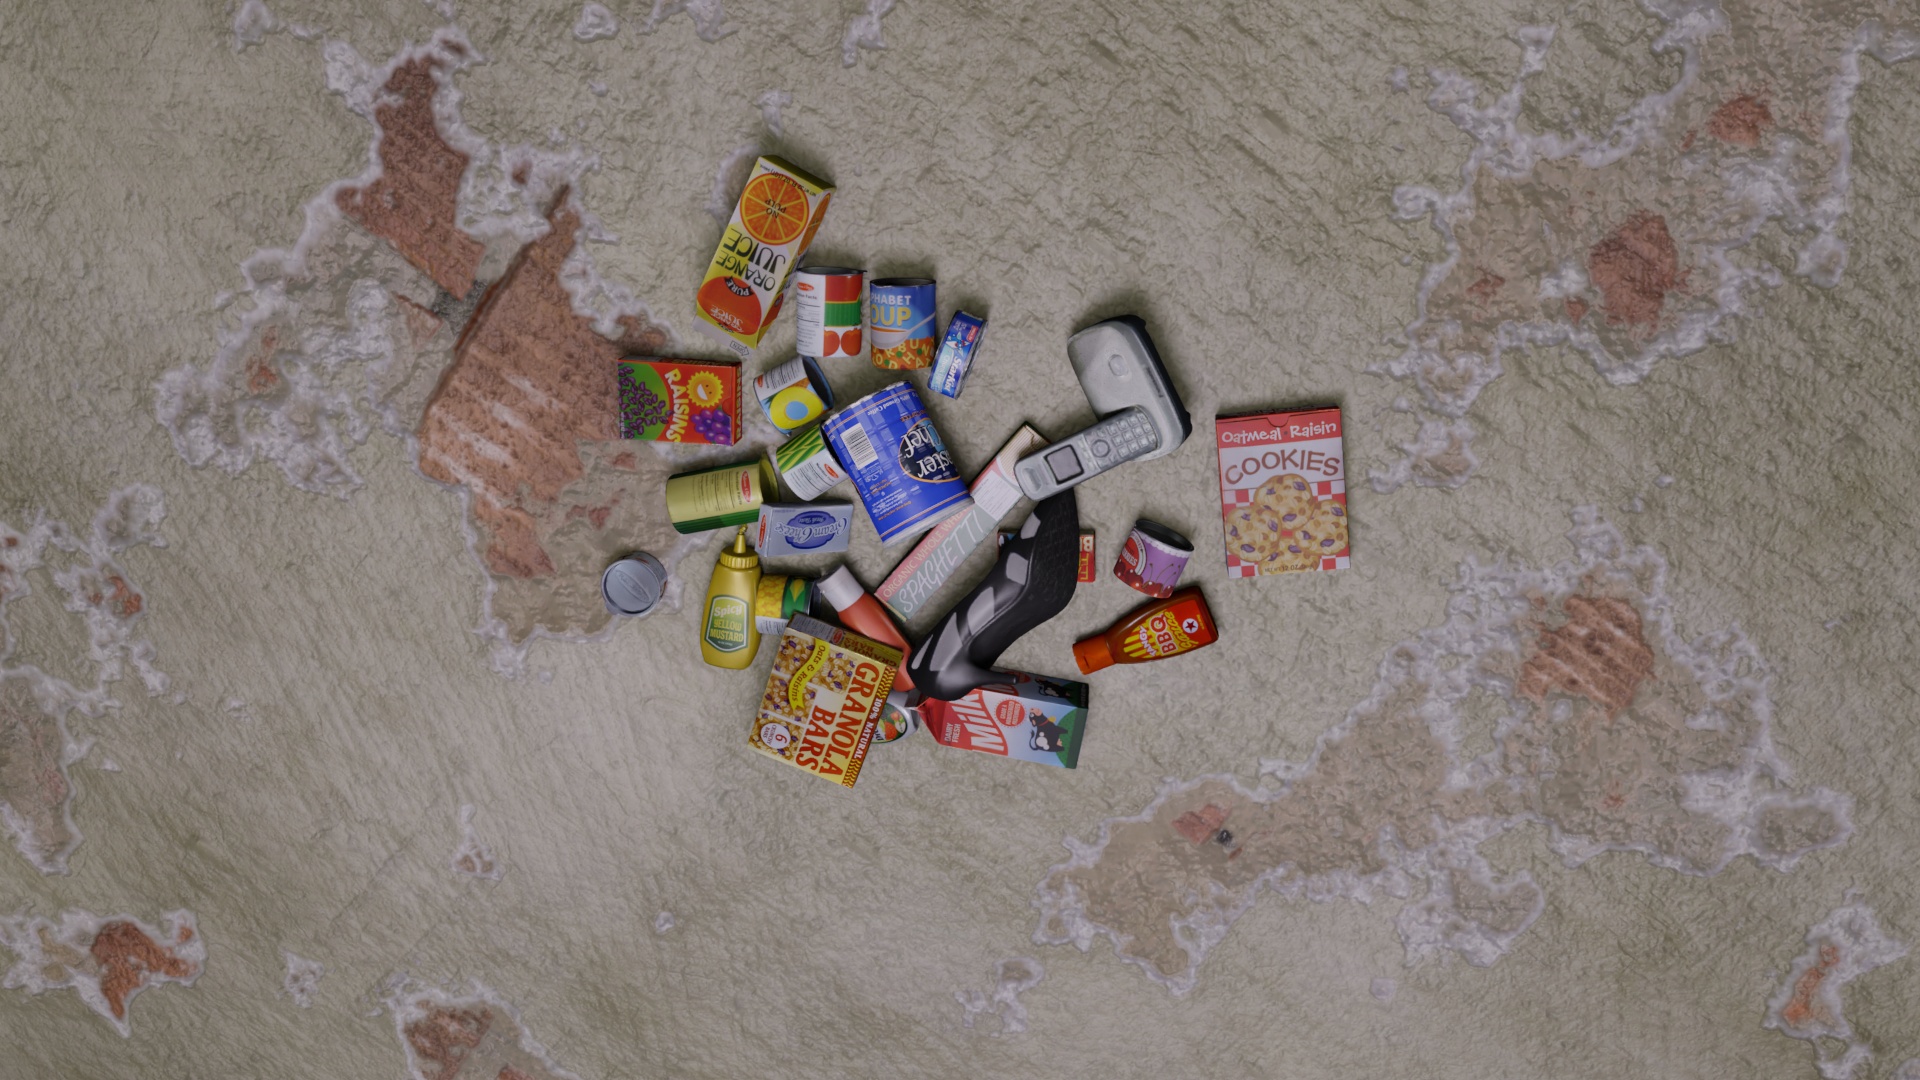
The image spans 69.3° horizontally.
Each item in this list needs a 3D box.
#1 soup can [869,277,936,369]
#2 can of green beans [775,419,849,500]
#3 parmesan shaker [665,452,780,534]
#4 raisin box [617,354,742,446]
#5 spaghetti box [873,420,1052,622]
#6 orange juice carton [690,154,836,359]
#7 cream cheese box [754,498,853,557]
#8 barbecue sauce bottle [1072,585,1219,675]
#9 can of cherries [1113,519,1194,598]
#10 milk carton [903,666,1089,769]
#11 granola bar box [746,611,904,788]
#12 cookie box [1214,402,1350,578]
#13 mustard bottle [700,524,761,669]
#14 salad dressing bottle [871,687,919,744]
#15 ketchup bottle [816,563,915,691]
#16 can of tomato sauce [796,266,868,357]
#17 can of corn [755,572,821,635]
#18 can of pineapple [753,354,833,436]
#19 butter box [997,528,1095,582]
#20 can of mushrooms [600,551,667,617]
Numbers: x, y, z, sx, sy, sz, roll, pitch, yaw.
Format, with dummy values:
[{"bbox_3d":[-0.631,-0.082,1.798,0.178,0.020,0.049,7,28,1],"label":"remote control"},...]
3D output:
[{"bbox_3d":[-0.059,-0.217,1.384,0.071,0.071,0.083,2,107,6],"label":"soup can"},{"bbox_3d":[-0.149,-0.082,1.434,0.057,0.071,0.071,-29,101,17],"label":"can of green beans"},{"bbox_3d":[-0.249,-0.049,1.457,0.103,0.071,0.071,-9,105,10],"label":"parmesan shaker"},{"bbox_3d":[-0.291,-0.146,1.446,0.123,0.040,0.085,4,106,4],"label":"raisin box"},{"bbox_3d":[0.005,-0.018,1.456,0.050,0.029,0.249,41,106,-6],"label":"spaghetti box"},{"bbox_3d":[-0.200,-0.279,1.380,0.072,0.073,0.192,28,107,-2],"label":"orange juice carton"},{"bbox_3d":[-0.161,-0.014,1.445,0.104,0.024,0.053,-4,111,-40],"label":"cream cheese box"},{"bbox_3d":[0.193,0.101,1.463,0.148,0.044,0.064,-21,104,12],"label":"barbecue sauce bottle"},{"bbox_3d":[0.195,0.018,1.426,0.071,0.072,0.058,24,109,-1],"label":"can of cherries"},{"bbox_3d":[0.038,0.182,1.488,0.191,0.072,0.073,10,107,3],"label":"milk carton"},{"bbox_3d":[-0.144,0.169,1.465,0.124,0.039,0.164,21,118,0],"label":"granola bar box"},{"bbox_3d":[0.326,-0.050,1.407,0.123,0.040,0.167,-5,105,8],"label":"cookie box"},{"bbox_3d":[-0.243,0.058,1.494,0.065,0.049,0.159,8,107,2],"label":"mustard bottle"},{"bbox_3d":[-0.121,0.196,1.524,0.147,0.044,0.064,-8,112,11],"label":"salad dressing bottle"},{"bbox_3d":[-0.095,0.093,1.477,0.044,0.064,0.148,-41,103,-17],"label":"ketchup bottle"},{"bbox_3d":[-0.129,-0.229,1.392,0.071,0.071,0.082,4,107,5],"label":"can of tomato sauce"},{"bbox_3d":[-0.183,0.067,1.483,0.058,0.071,0.071,5,107,5],"label":"can of corn"},{"bbox_3d":[-0.169,-0.149,1.419,0.058,0.071,0.071,-26,102,13],"label":"can of pineapple"},{"bbox_3d":[0.090,0.016,1.459,0.103,0.024,0.053,1,105,6],"label":"butter box"},{"bbox_3d":[-0.356,0.049,1.512,0.071,0.033,0.070,1,107,5],"label":"can of mushrooms"}]
